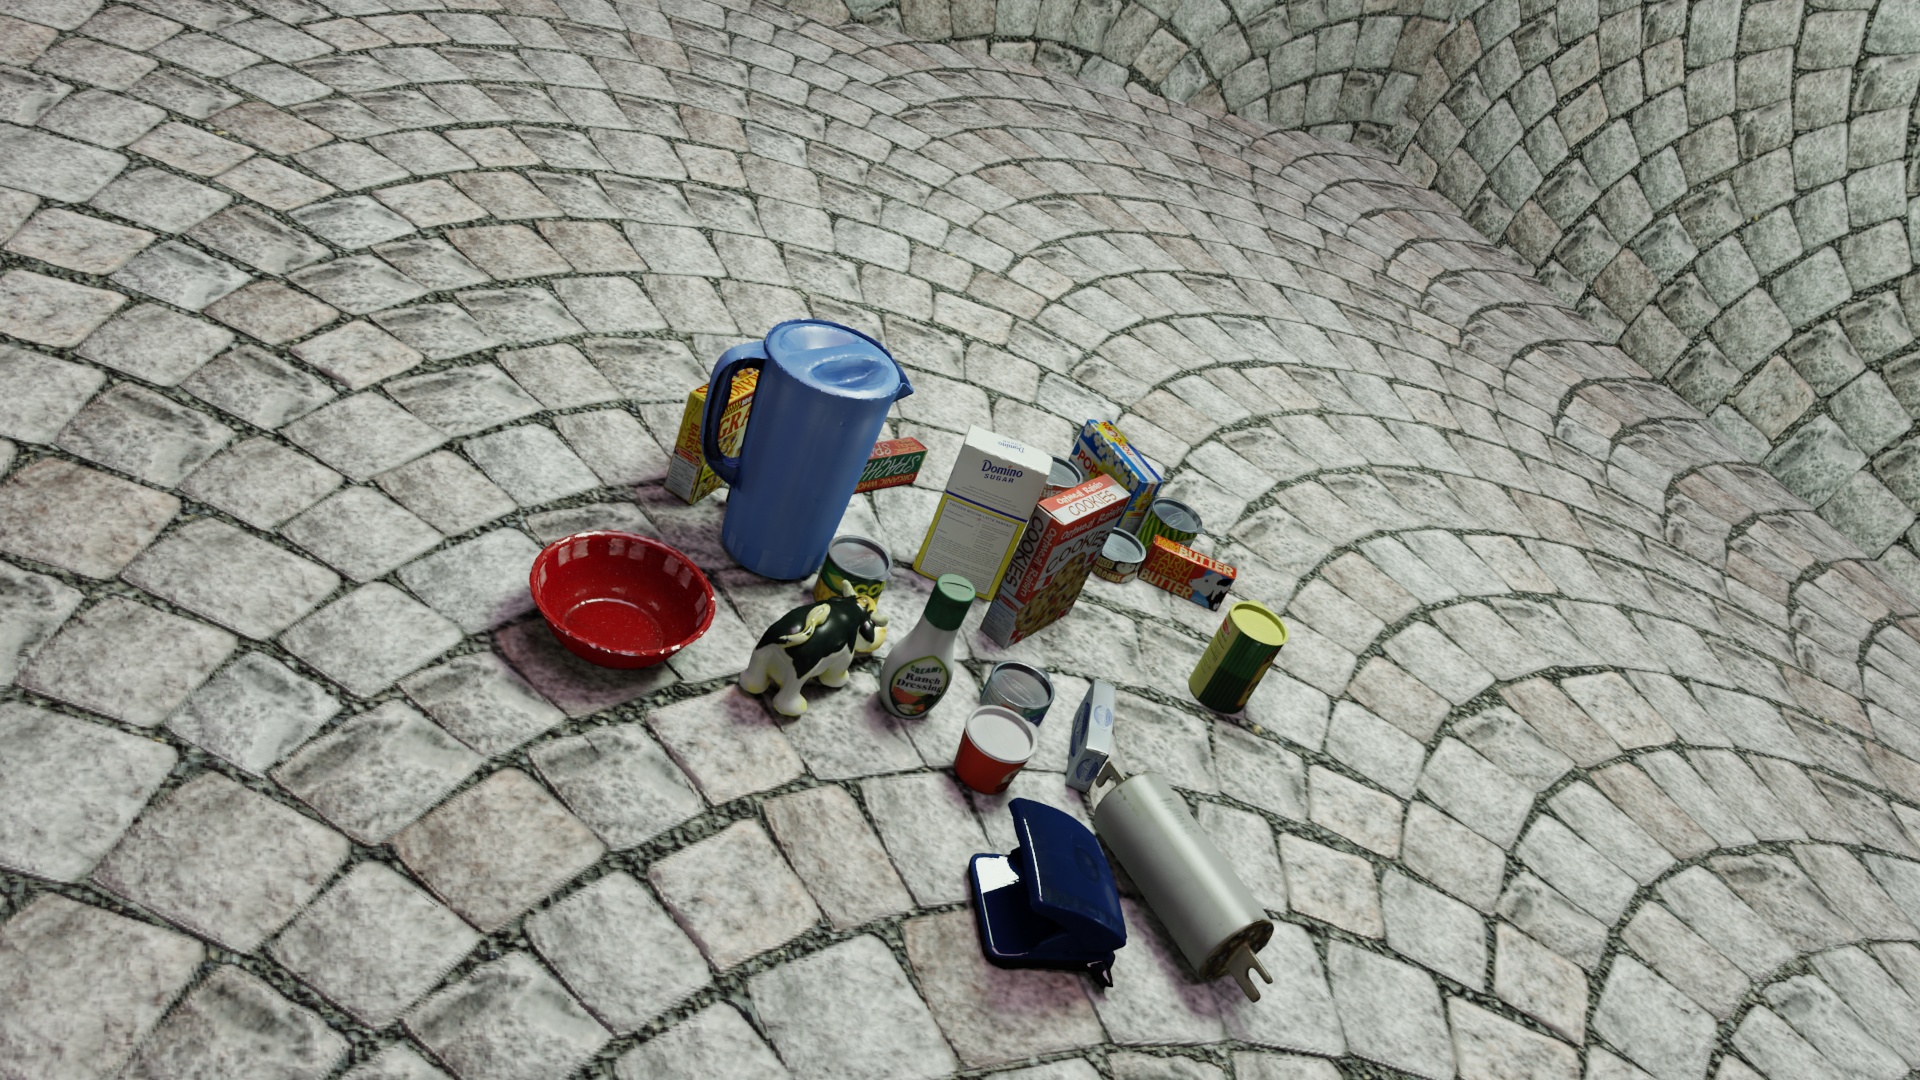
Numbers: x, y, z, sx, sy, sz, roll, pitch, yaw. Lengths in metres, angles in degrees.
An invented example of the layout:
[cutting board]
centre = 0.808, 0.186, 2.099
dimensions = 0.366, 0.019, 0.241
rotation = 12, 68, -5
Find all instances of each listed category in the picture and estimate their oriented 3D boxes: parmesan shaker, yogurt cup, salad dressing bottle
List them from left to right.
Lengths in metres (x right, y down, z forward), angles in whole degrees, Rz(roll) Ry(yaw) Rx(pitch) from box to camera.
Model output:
[salad dressing bottle]
centre = -0.028, 0.096, 1.257
dimensions = 0.064, 0.146, 0.044
rotation = 12, 35, -17
[yogurt cup]
centre = 0.028, 0.190, 1.245
dimensions = 0.072, 0.053, 0.073
rotation = 16, 34, -11
[parmesan shaker]
centre = 0.290, 0.122, 1.455
dimensions = 0.071, 0.102, 0.072
rotation = 16, 34, -11

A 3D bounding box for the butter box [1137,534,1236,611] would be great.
[butter box]
centre = 0.260, 0.038, 1.600
dimensions = 0.103, 0.052, 0.024
rotation = 24, 33, 0

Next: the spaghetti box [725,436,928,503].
[spaghetti box]
centre = -0.141, -0.072, 1.513
dimensions = 0.251, 0.050, 0.029
rotation = -13, 48, -42

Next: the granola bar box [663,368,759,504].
[granola bar box]
centre = -0.235, -0.123, 1.460
dimensions = 0.039, 0.123, 0.166
rotation = 31, 34, 12

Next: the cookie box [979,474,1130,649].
[cookie box]
centre = 0.096, 0.020, 1.421
dimensions = 0.040, 0.166, 0.123
rotation = 39, 36, 22

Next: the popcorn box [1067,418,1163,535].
[popcorn box]
centre = 0.183, -0.077, 1.684
dimensions = 0.038, 0.084, 0.127
rotation = -2, 41, -34

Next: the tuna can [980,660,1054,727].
[tuna can]
centre = 0.056, 0.149, 1.339
dimensions = 0.071, 0.032, 0.071
rotation = 16, 34, -11

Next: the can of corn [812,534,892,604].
[can of corn]
centre = -0.105, 0.039, 1.372
dimensions = 0.071, 0.058, 0.071
rotation = 16, 34, -11

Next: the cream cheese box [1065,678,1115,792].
[cream cheese box]
centre = 0.123, 0.184, 1.312
dimensions = 0.024, 0.053, 0.104
rotation = 21, 33, -4

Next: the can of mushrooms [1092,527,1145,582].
[can of mushrooms]
centre = 0.175, 0.017, 1.595
dimensions = 0.071, 0.033, 0.071
rotation = 16, 34, -11

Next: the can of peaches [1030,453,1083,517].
[can of peaches]
centre = 0.102, -0.060, 1.636
dimensions = 0.071, 0.057, 0.071
rotation = 16, 34, -11

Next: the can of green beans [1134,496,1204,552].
[can of green beans]
centre = 0.245, -0.009, 1.652
dimensions = 0.071, 0.057, 0.071
rotation = 16, 34, -11
